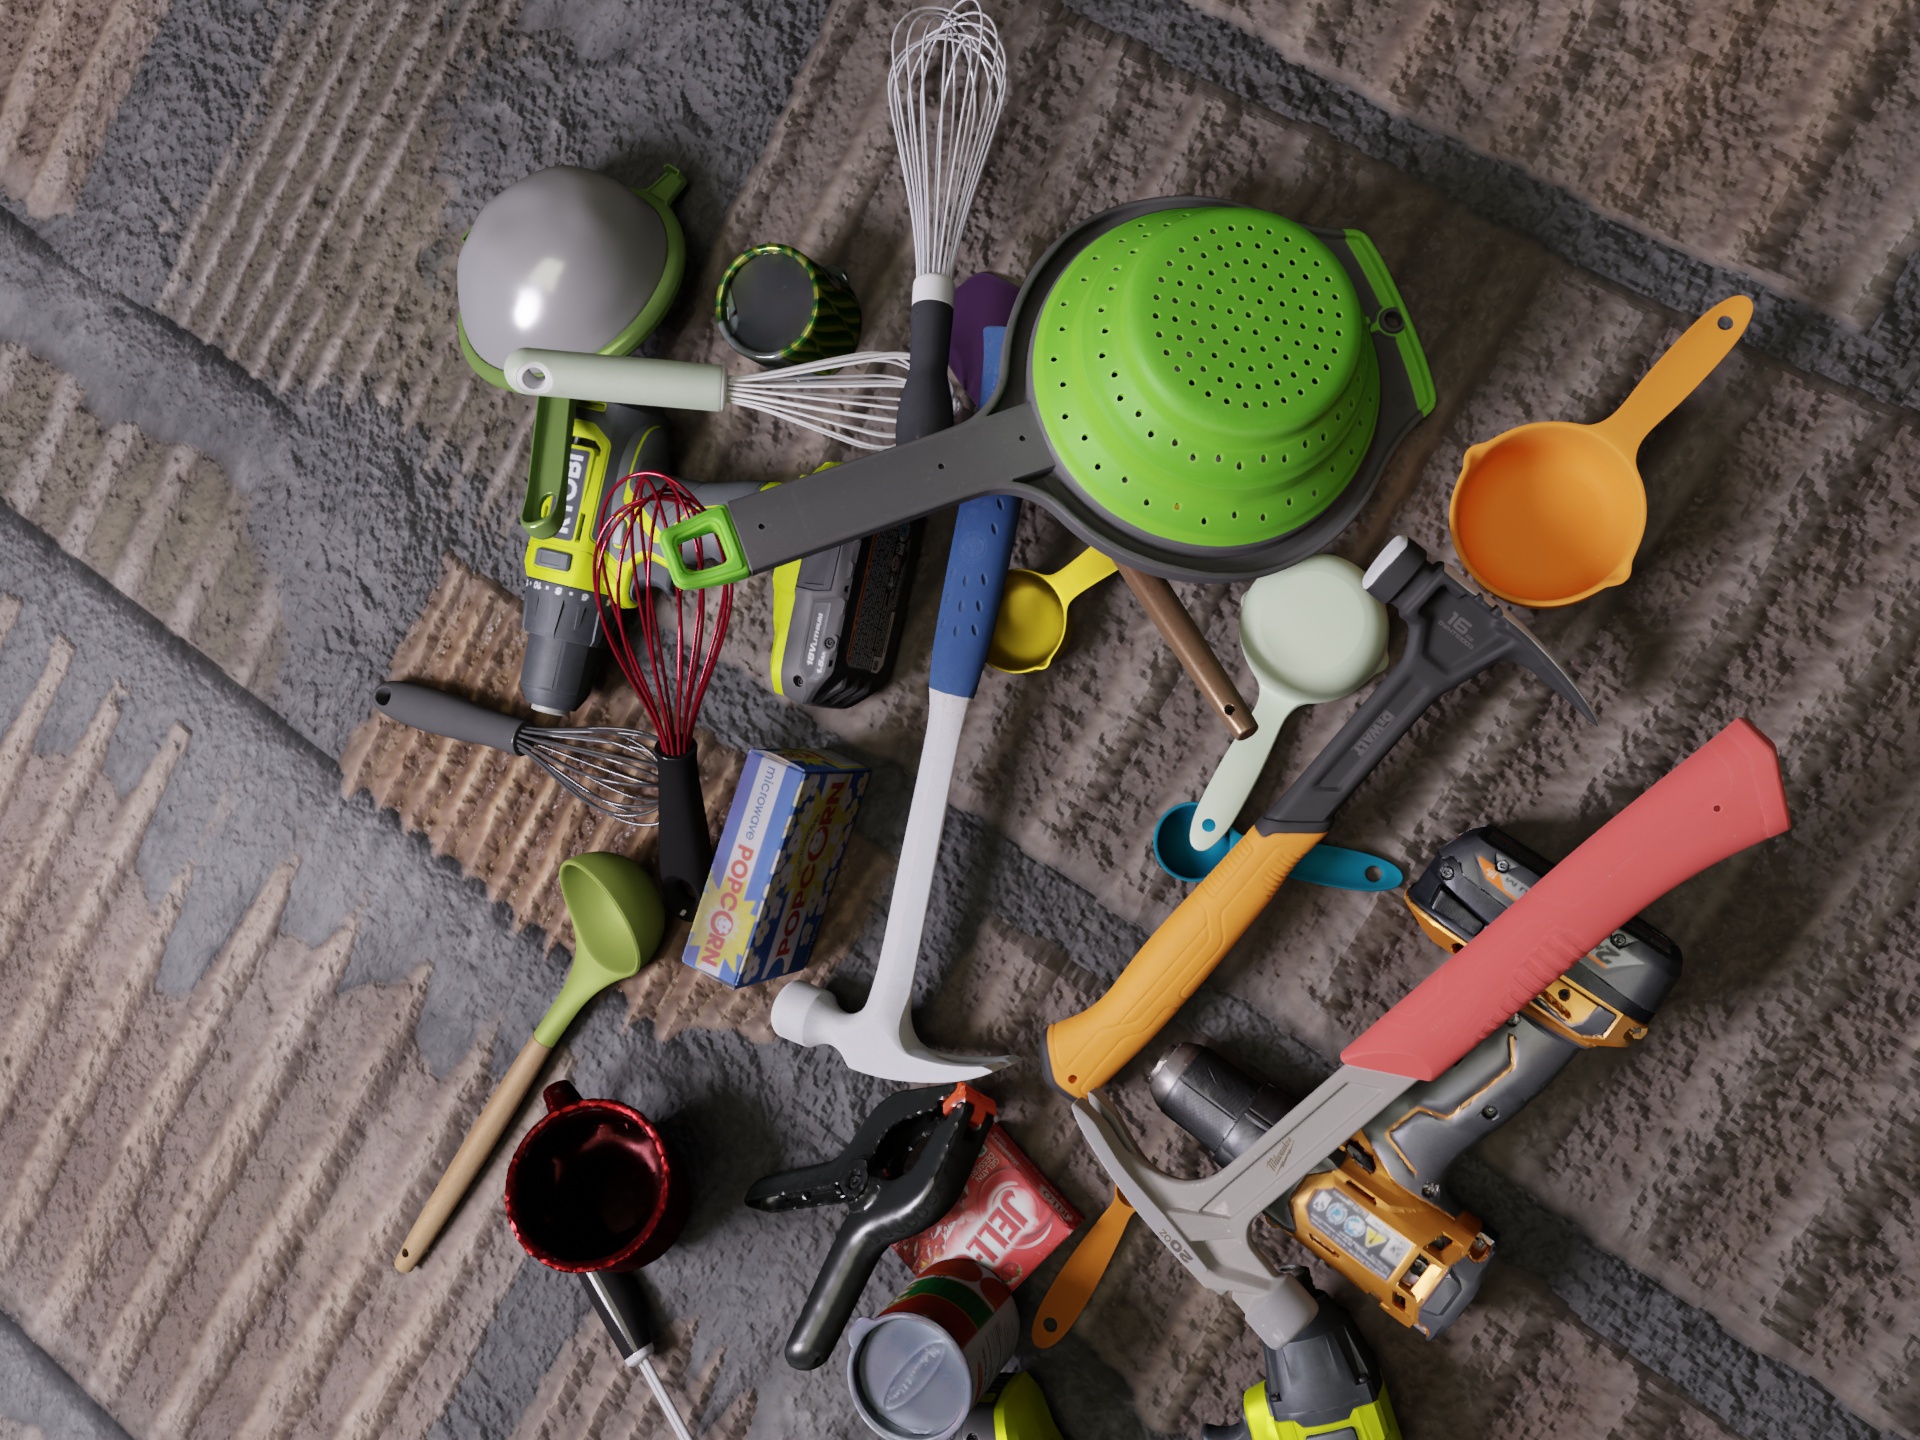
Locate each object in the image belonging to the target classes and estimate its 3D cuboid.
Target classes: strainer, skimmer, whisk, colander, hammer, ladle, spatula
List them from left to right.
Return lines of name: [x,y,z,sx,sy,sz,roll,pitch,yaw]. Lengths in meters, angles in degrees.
ladle: [-0.272,0.214,0.959,0.078,0.062,0.320,40,104,26]
whisk: [-0.266,0.014,0.967,0.239,0.055,0.055,15,94,23]
strainer: [-0.238,-0.223,0.896,0.151,0.069,0.257,-11,60,15]
skimmer: [-0.176,0.430,0.902,0.363,0.090,0.127,57,137,14]
whisk: [-0.154,-0.001,0.855,0.073,0.073,0.295,18,129,19]
whisk: [-0.121,-0.180,0.862,0.246,0.059,0.057,3,123,-8]
whisk: [-0.013,-0.256,0.849,0.070,0.070,0.285,-1,77,19]
hammer: [-0.001,-0.003,0.848,0.144,0.035,0.405,15,97,29]
colander: [0.049,-0.147,0.747,0.397,0.094,0.204,-20,83,-8]
spatula: [0.070,-0.120,0.834,0.060,0.018,0.316,-36,65,16]
hammer: [0.159,0.074,0.800,0.127,0.034,0.337,38,108,0]
hammer: [0.212,0.126,0.716,0.149,0.036,0.359,48,113,16]

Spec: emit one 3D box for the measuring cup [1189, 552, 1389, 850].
measuring cup: [0.158,-0.009,0.810,0.083,0.038,0.167,28,90,15]

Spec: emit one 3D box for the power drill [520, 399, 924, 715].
power drill: [-0.150,-0.080,0.910,0.228,0.080,0.190,14,92,22]

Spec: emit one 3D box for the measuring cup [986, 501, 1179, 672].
measuring cup: [0.073,-0.081,0.859,0.156,0.029,0.062,-35,78,13]

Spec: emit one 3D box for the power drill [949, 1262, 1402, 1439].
power drill: [0.113,0.382,0.812,0.223,0.080,0.171,-19,84,14]

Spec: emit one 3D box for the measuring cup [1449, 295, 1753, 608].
measuring cup: [0.311,-0.128,0.763,0.095,0.052,0.173,44,101,15]

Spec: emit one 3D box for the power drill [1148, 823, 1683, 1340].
power drill: [0.215,0.160,0.779,0.185,0.084,0.226,34,104,18]

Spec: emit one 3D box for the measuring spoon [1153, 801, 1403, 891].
measuring spoon: [0.165,0.071,0.832,0.128,0.021,0.042,10,86,10]

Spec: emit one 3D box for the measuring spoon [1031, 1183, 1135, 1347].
measuring spoon: [0.070,0.293,0.862,0.021,0.011,0.117,32,103,17]
